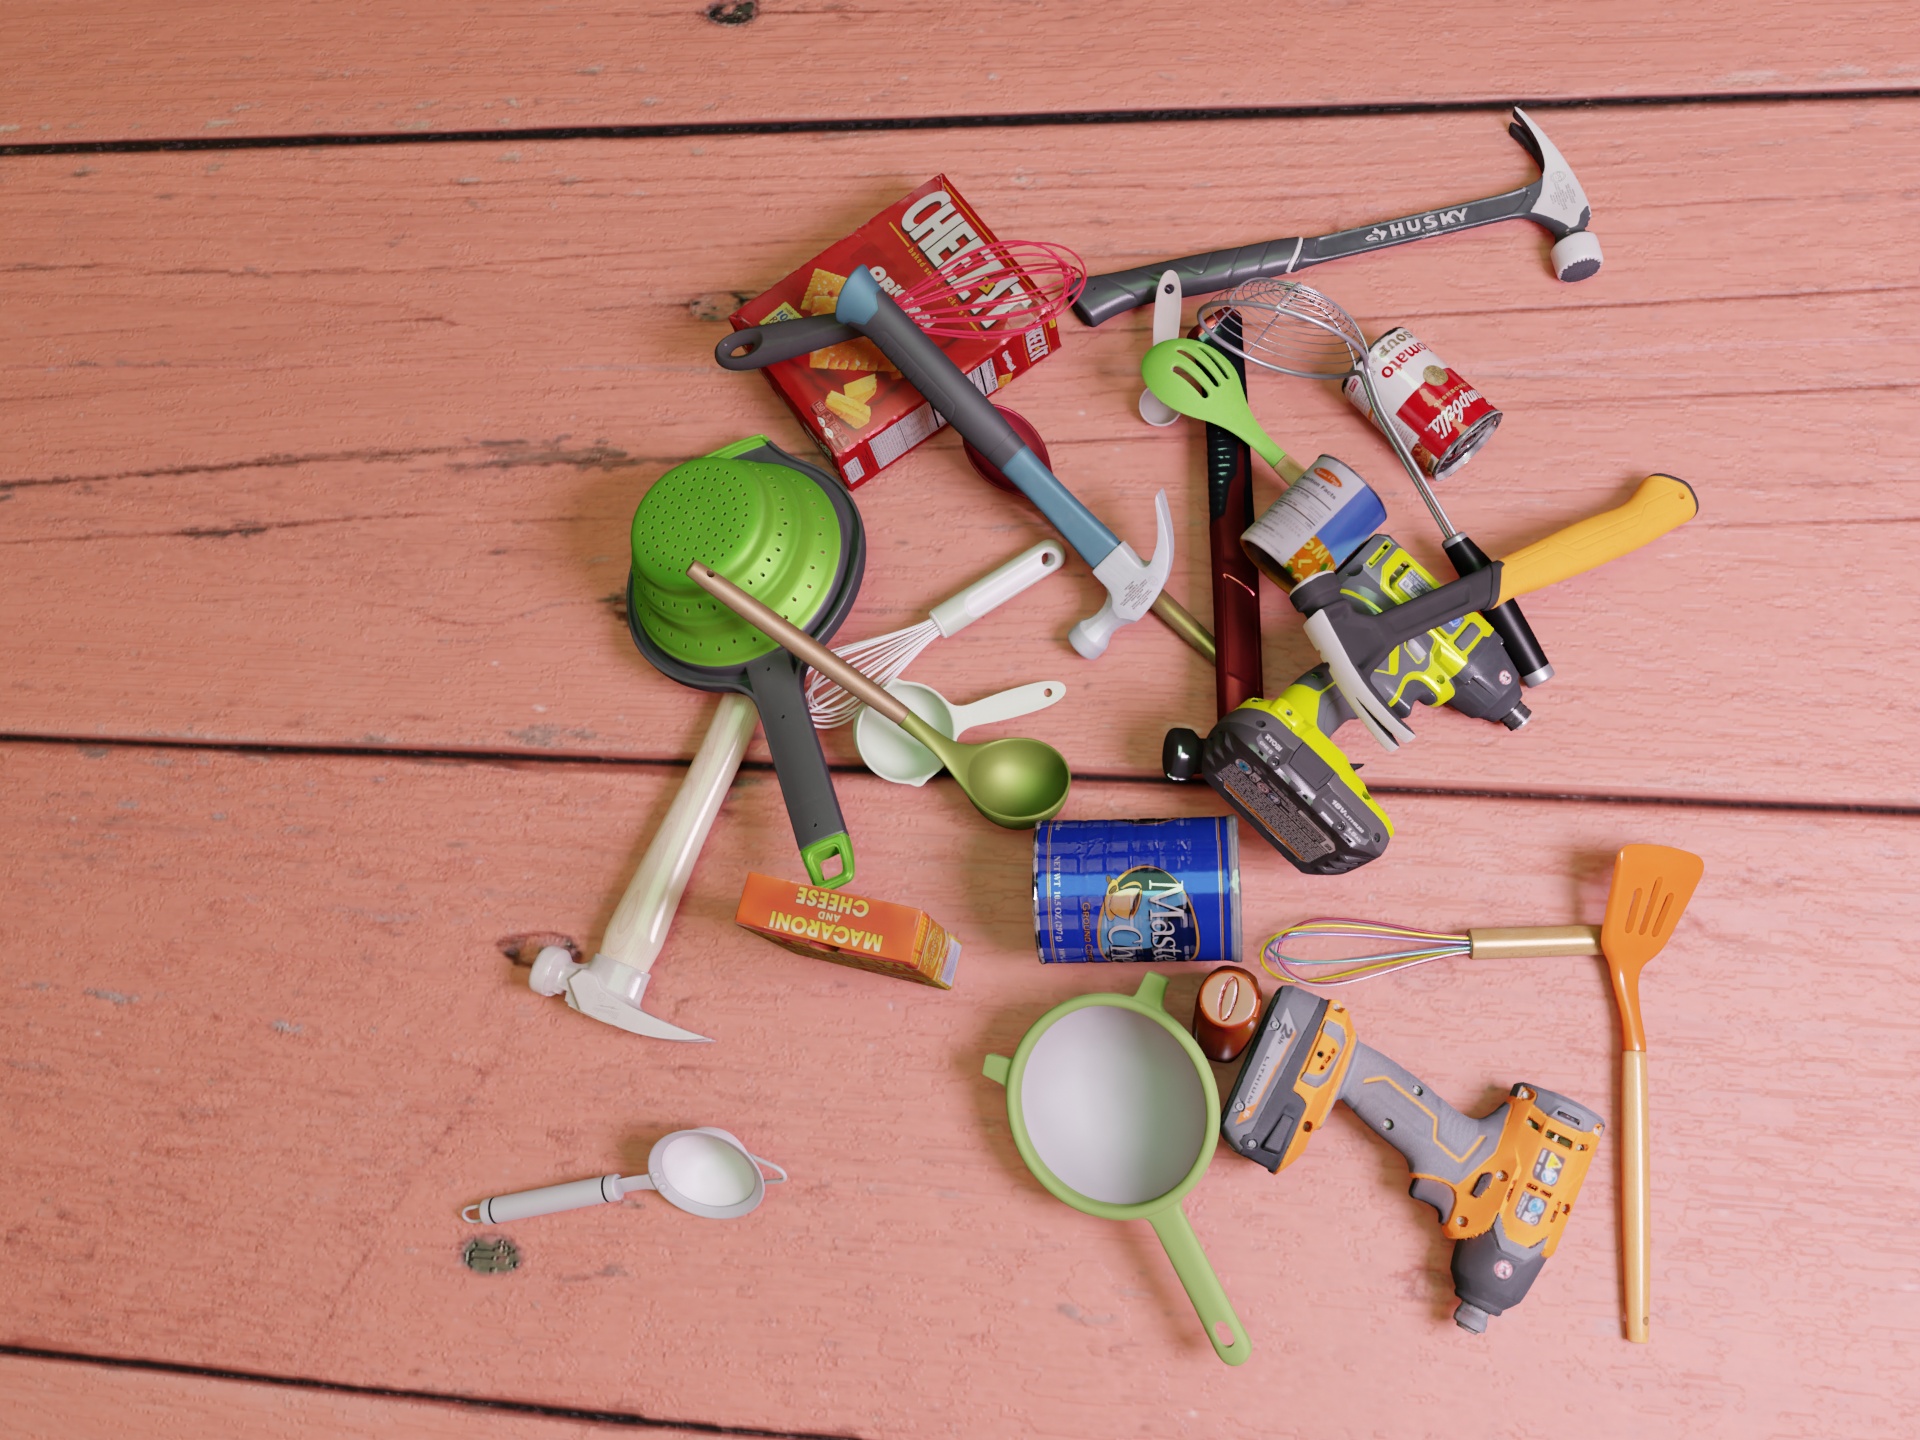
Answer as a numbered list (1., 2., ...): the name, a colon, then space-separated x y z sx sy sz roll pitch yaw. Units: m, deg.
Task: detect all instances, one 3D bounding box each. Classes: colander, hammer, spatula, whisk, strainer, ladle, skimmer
1. colander: -0.157 -0.063 1.169 0.204 0.094 0.397 -24 63 9
2. hammer: 0.286 -0.381 1.268 0.409 0.036 0.149 -11 72 6
3. spatula: 0.456 0.245 1.059 0.081 0.041 0.323 10 76 -25
4. whisk: -0.024 -0.070 1.223 0.246 0.059 0.057 -32 108 -5
5. hammer: 0.392 -0.095 1.108 0.337 0.034 0.127 -23 77 -21
6. hammer: 0.029 -0.204 1.181 0.331 0.033 0.128 46 113 -2
7. strainer: -0.243 0.333 1.146 0.258 0.050 0.086 -13 116 10
8. strainer: 0.135 0.304 1.078 0.151 0.069 0.256 -32 77 20
9. whisk: 0.332 0.159 1.109 0.245 0.051 0.047 -3 95 4
10. hammer: 0.220 -0.136 1.200 0.143 0.038 0.387 4 70 -8
11. ladle: -0.055 -0.023 1.133 0.320 0.062 0.078 35 49 -17
12. ladle: 0.115 -0.130 1.227 0.069 0.031 0.315 -37 73 -28
13. skimmer: 0.304 -0.169 1.161 0.090 0.127 0.363 -31 88 -2
14. whisk: -0.049 -0.310 1.216 0.296 0.073 0.073 -10 73 11
15. hammer: -0.182 0.040 1.222 0.146 0.038 0.411 19 78 12

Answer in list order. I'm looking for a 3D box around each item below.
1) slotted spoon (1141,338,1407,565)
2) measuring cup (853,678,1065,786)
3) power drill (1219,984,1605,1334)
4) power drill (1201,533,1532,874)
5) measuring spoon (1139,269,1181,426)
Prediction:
1. slotted spoon: 0.259 -0.178 1.188 0.314 0.031 0.070 44 64 4
2. measuring cup: -0.002 -0.004 1.207 0.167 0.038 0.083 -16 98 -15
3. power drill: 0.290 0.289 1.055 0.226 0.084 0.164 24 80 11
4. power drill: 0.289 -0.005 1.108 0.171 0.080 0.223 44 66 3
5. measuring spoon: 0.162 -0.293 1.258 0.034 0.018 0.124 4 89 9
